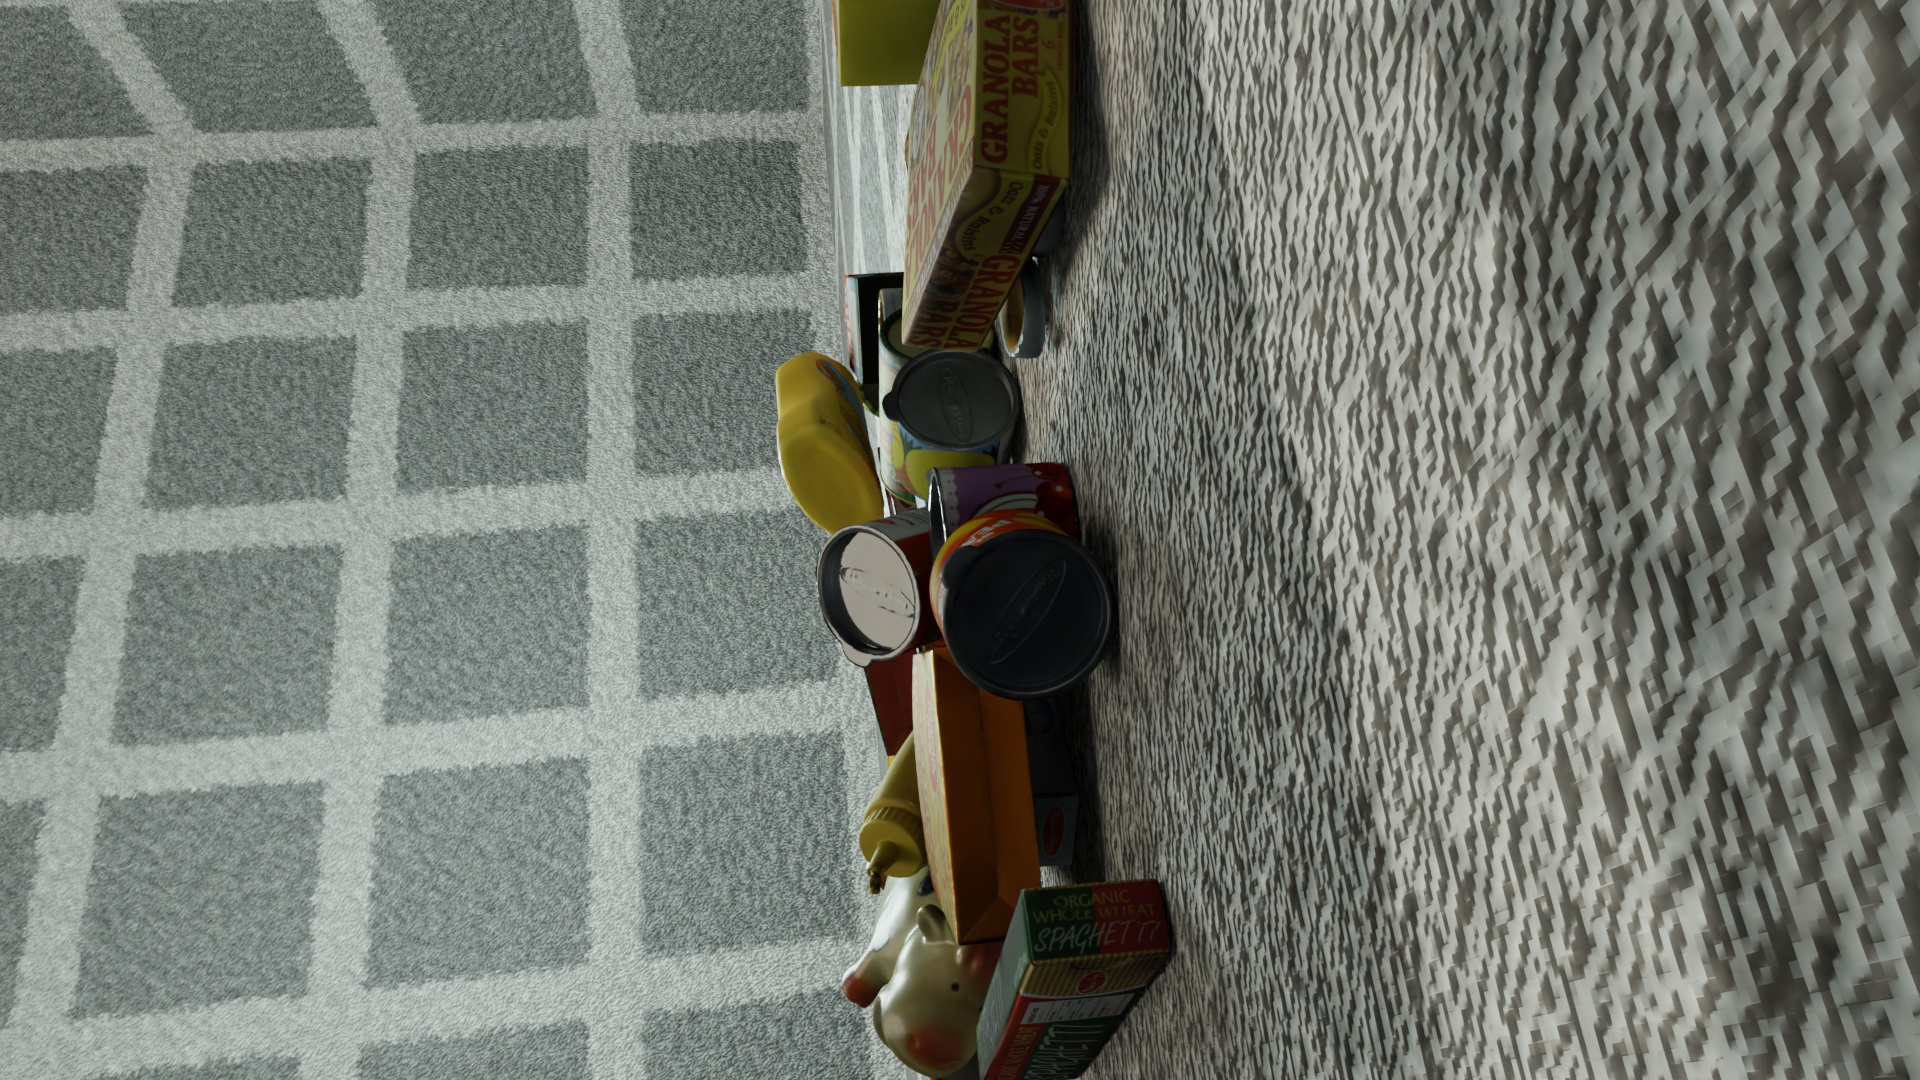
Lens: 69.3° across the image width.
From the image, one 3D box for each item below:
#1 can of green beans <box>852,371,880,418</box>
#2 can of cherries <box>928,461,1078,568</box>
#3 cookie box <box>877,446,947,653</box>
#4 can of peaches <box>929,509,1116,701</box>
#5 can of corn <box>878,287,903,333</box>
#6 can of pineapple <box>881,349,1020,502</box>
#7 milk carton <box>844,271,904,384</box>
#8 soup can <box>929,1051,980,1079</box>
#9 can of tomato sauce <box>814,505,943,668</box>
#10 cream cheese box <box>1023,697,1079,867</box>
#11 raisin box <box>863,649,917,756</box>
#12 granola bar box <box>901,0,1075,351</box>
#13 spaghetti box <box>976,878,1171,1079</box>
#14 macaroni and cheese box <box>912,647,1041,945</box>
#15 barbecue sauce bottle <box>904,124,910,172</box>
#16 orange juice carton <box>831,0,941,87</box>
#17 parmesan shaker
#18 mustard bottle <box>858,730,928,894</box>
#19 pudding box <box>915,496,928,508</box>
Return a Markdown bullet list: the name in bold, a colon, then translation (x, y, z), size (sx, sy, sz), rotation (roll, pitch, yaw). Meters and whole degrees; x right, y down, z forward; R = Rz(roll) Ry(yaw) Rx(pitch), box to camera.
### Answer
- **can of green beans**: translation (-0.053, -0.130, 1.127), size (0.058, 0.071, 0.071), rotation (-133, 40, -79)
- **can of cherries**: translation (0.018, 0.000, 0.609), size (0.071, 0.058, 0.071), rotation (180, 87, -83)
- **cookie box**: translation (-0.018, 0.020, 0.936), size (0.123, 0.040, 0.167), rotation (-122, 20, -77)
- **can of peaches**: translation (0.021, 0.022, 0.545), size (0.058, 0.071, 0.071), rotation (-125, 32, -79)
- **can of corn**: translation (-0.020, -0.124, 0.869), size (0.071, 0.058, 0.071), rotation (179, 87, -83)
- **can of pineapple**: translation (-0.006, -0.060, 0.731), size (0.057, 0.071, 0.071), rotation (97, 168, -59)
- **milk carton**: translation (-0.045, -0.159, 1.012), size (0.191, 0.072, 0.073), rotation (-126, 32, -76)
- **soup can**: translation (0.009, 0.299, 0.859), size (0.084, 0.071, 0.071), rotation (-123, 29, -75)
- **can of tomato sauce**: translation (-0.019, 0.019, 0.684), size (0.071, 0.083, 0.071), rotation (11, 107, 37)
- **cream cheese box**: translation (0.035, 0.101, 0.672), size (0.104, 0.024, 0.053), rotation (-102, 10, -50)
- **raisin box**: translation (-0.048, 0.091, 0.991), size (0.123, 0.040, 0.086), rotation (-125, 20, -77)
- **granola bar box**: translation (0.008, -0.165, 0.571), size (0.165, 0.039, 0.124), rotation (127, 145, -72)
- **spaghetti box**: translation (0.039, 0.192, 0.579), size (0.248, 0.050, 0.029), rotation (97, 169, -59)
- **macaroni and cheese box**: translation (0.003, 0.111, 0.656), size (0.166, 0.040, 0.124), rotation (133, 132, -82)
- **barbecue sauce bottle**: translation (-0.007, -0.215, 0.747), size (0.149, 0.044, 0.064), rotation (-115, 42, -77)
- **orange juice carton**: translation (-0.051, -0.391, 0.915), size (0.071, 0.073, 0.193), rotation (96, 168, -58)
- **parmesan shaker**: translation (-0.016, -0.081, 0.816), size (0.071, 0.071, 0.102), rotation (-101, 10, -48)
- **mustard bottle**: translation (-0.019, 0.142, 0.779), size (0.161, 0.049, 0.065), rotation (-49, -30, -56)
- **pudding box**: translation (0.003, -0.010, 0.776), size (0.084, 0.050, 0.030), rotation (-100, 11, -45)
